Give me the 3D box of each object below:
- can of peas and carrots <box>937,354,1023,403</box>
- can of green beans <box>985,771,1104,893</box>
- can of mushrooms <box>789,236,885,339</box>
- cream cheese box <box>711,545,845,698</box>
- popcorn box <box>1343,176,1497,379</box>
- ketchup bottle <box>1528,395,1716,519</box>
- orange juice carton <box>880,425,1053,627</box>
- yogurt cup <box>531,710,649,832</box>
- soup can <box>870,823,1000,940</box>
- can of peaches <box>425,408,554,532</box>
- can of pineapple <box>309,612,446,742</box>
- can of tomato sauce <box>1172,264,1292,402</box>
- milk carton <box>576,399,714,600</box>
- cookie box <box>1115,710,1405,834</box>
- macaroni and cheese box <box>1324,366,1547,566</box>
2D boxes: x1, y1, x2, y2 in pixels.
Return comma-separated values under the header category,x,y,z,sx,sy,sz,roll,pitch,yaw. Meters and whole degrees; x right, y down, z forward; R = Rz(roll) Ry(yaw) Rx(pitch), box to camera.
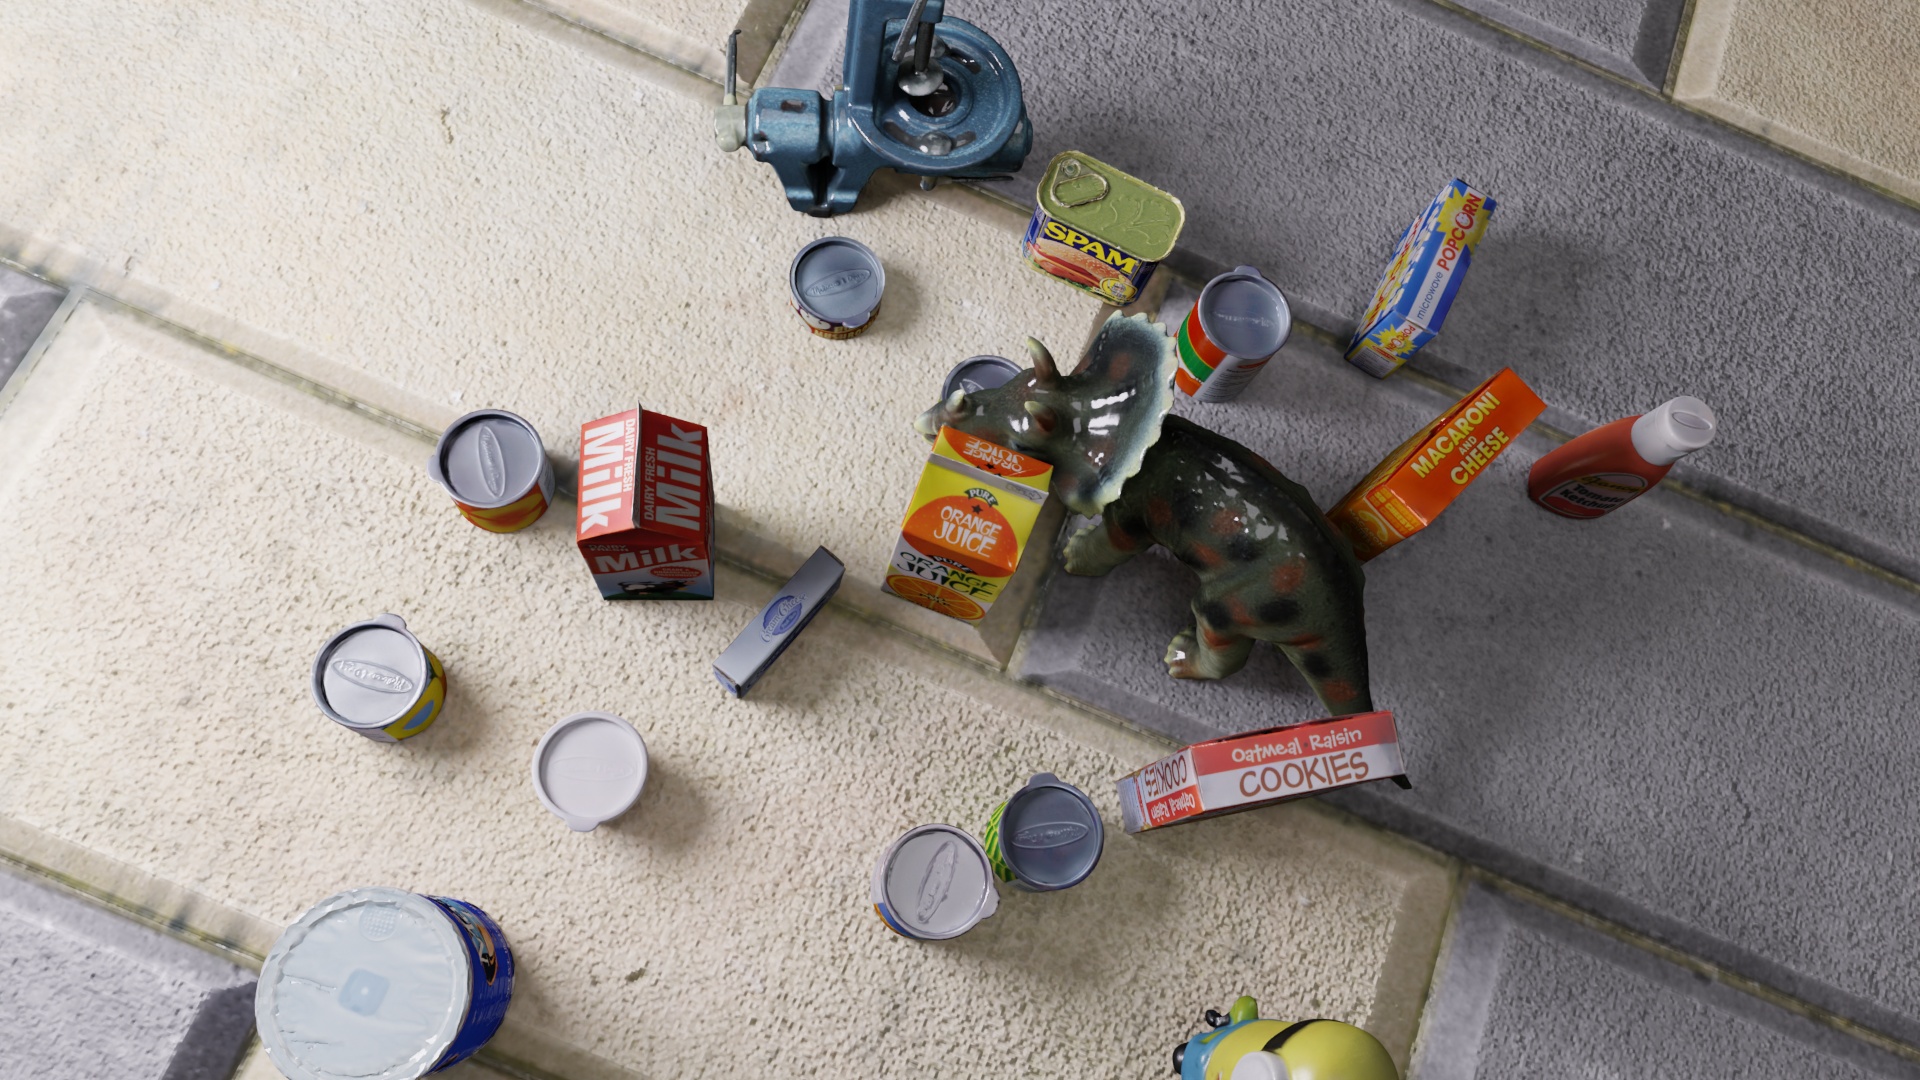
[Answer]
category,x,y,z,sx,sy,sz,roll,pitch,yaw
can of peas and carrots,0.014,-0.084,0.949,0.071,0.058,0.071,2,73,-8
can of green beans,0.052,0.187,0.873,0.071,0.057,0.071,2,73,-8
can of mushrooms,-0.086,-0.175,0.975,0.071,0.033,0.071,2,73,-8
cream cheese box,-0.116,0.053,0.891,0.024,0.053,0.104,40,72,4
popcorn box,0.335,-0.189,1.015,0.038,0.085,0.127,29,72,1
ketchup bottle,0.458,-0.057,0.959,0.065,0.148,0.043,16,72,-4
orange juice carton,0.003,-0.011,0.855,0.072,0.192,0.073,21,72,-2
yogurt cup,-0.223,0.141,0.849,0.072,0.053,0.072,2,73,-8
soup can,-0.017,0.210,0.843,0.071,0.083,0.071,2,73,-8
can of peaches,-0.299,-0.043,0.891,0.071,0.058,0.071,2,73,-8
can of pineapple,-0.351,0.085,0.845,0.071,0.057,0.071,2,73,-8
can of tomato sauce,0.187,-0.144,0.980,0.071,0.083,0.071,2,73,-8
milk carton,-0.186,-0.018,0.830,0.073,0.190,0.072,0,74,-8
cookie box,0.176,0.143,0.847,0.123,0.167,0.040,-9,75,-11
macaroni and cheese box,0.295,-0.037,0.920,0.124,0.166,0.040,-41,83,-17
